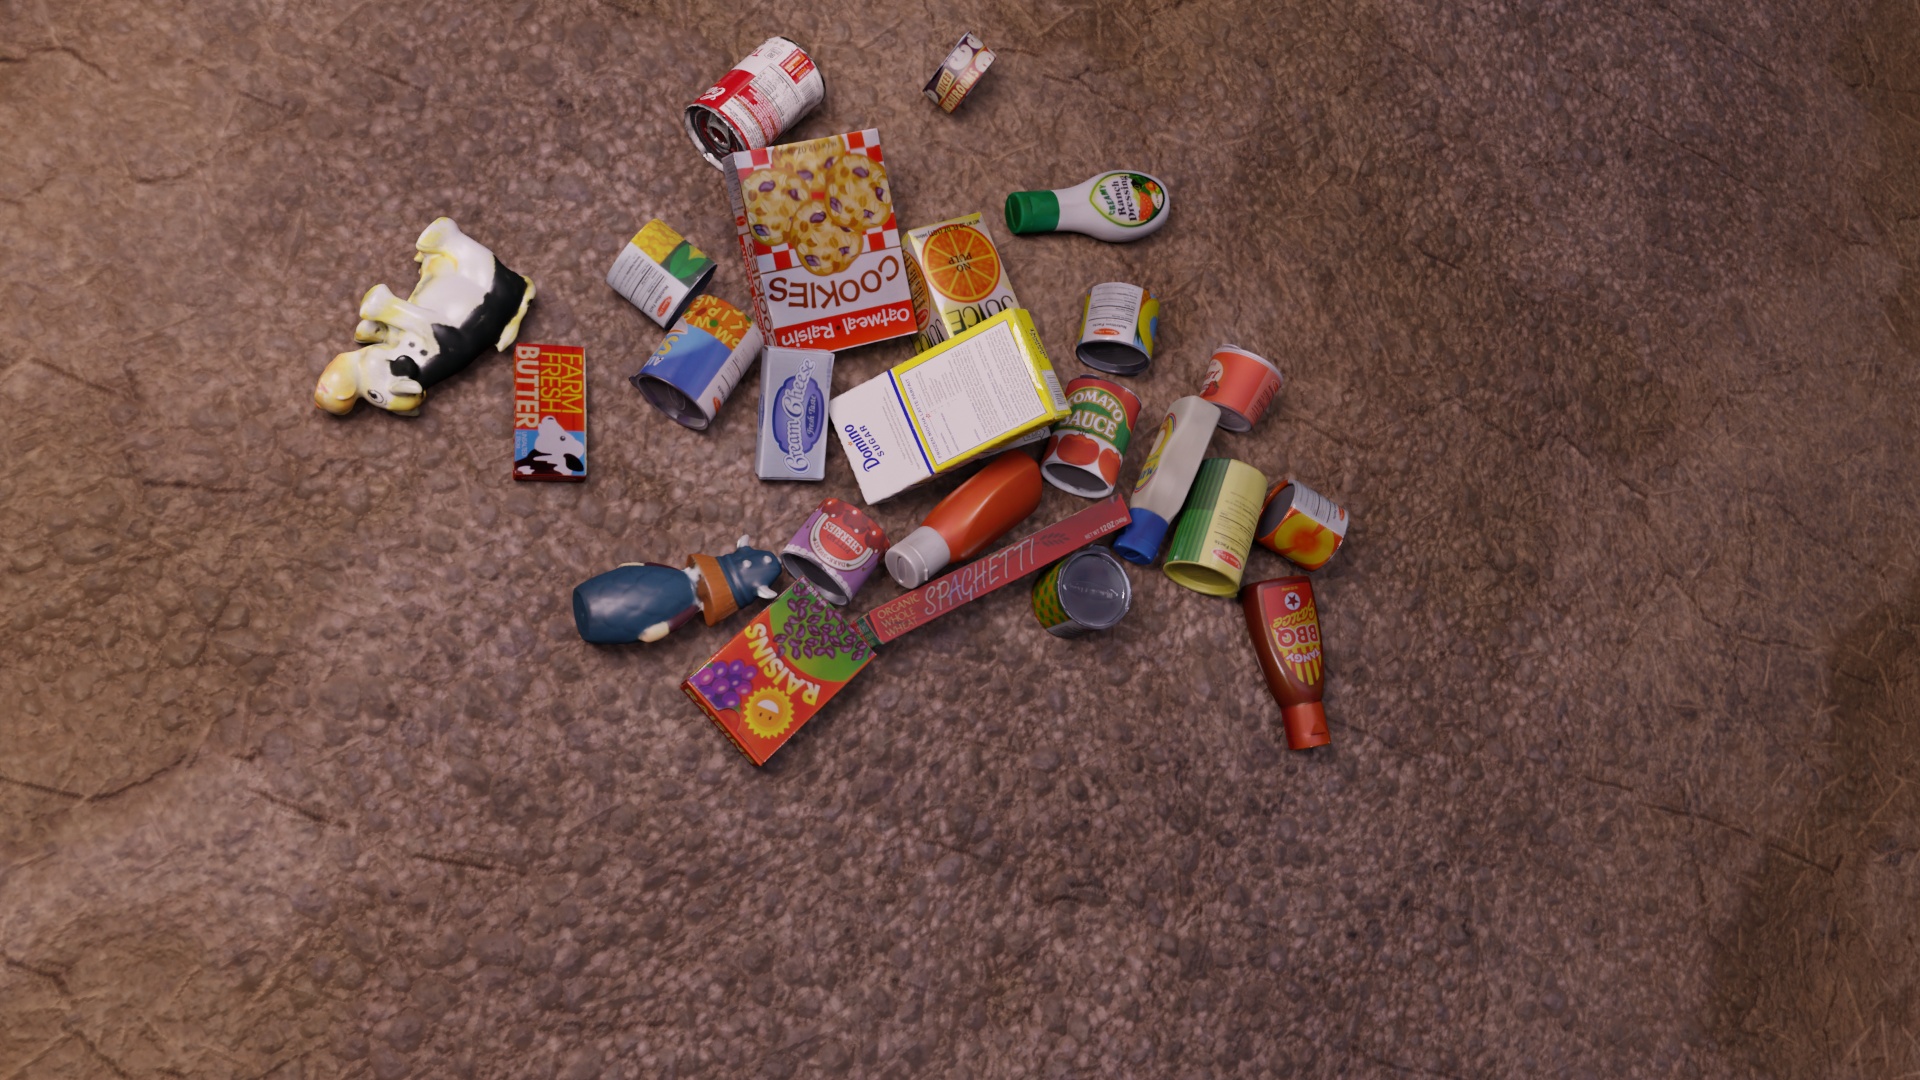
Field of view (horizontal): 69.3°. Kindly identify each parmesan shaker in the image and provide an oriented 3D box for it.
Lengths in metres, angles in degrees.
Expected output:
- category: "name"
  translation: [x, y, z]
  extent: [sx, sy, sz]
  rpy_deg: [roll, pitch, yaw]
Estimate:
- category: "parmesan shaker"
  translation: [0.224, -0.011, 1.206]
  extent: [0.071, 0.071, 0.103]
  rpy_deg: [25, 70, -13]

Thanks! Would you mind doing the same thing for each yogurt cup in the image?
- category: "yogurt cup"
  translation: [0.247, -0.133, 1.244]
  extent: [0.072, 0.072, 0.054]
  rpy_deg: [30, 78, -12]

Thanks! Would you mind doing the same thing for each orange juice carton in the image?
- category: "orange juice carton"
  translation: [0.010, -0.165, 1.158]
  extent: [0.072, 0.073, 0.192]
  rpy_deg: [-20, 86, -23]

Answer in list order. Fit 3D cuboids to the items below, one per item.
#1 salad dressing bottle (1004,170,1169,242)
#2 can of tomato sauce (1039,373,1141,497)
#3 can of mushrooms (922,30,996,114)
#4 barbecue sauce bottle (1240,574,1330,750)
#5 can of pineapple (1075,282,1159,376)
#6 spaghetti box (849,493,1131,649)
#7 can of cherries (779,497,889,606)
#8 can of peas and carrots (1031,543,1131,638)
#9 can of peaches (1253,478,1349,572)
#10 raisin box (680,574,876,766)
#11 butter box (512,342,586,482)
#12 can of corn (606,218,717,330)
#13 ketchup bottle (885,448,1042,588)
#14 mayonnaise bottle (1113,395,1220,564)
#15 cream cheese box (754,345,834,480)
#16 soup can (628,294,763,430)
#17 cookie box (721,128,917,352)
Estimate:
- category: "salad dressing bottle"
  translation: [0.113, -0.297, 1.242]
  extent: [0.148, 0.044, 0.064]
  rpy_deg: [-10, 82, -22]
- category: "can of tomato sauce"
  translation: [0.110, -0.088, 1.178]
  extent: [0.071, 0.071, 0.083]
  rpy_deg: [25, 71, -14]
- category: "can of mushrooms"
  translation: [-0.001, -0.407, 1.212]
  extent: [0.033, 0.071, 0.071]
  rpy_deg: [39, 68, -10]
- category: "barbecue sauce bottle"
  translation: [0.290, 0.107, 1.215]
  extent: [0.065, 0.043, 0.148]
  rpy_deg: [-7, 81, -23]
- category: "can of pineapple"
  translation: [0.138, -0.184, 1.215]
  extent: [0.071, 0.071, 0.058]
  rpy_deg: [17, 73, -16]
- category: "spaghetti box"
  translation: [0.027, 0.025, 1.132]
  extent: [0.251, 0.050, 0.028]
  rpy_deg: [-25, 87, -23]
- category: "can of cherries"
  translation: [-0.096, 0.008, 1.079]
  extent: [0.071, 0.071, 0.058]
  rpy_deg: [40, 68, -8]
- category: "can of peas and carrots"
  translation: [0.099, 0.043, 1.150]
  extent: [0.071, 0.058, 0.071]
  rpy_deg: [5, 76, -20]
- category: "can of peaches"
  translation: [0.300, -0.012, 1.235]
  extent: [0.058, 0.071, 0.071]
  rpy_deg: [29, 70, -12]
- category: "raisin box"
  translation: [-0.138, 0.099, 1.060]
  extent: [0.124, 0.040, 0.086]
  rpy_deg: [-43, 95, -23]
- category: "butter box"
  translation: [-0.310, -0.096, 1.049]
  extent: [0.053, 0.024, 0.103]
  rpy_deg: [0, 78, -21]
- category: "can of corn"
  translation: [-0.232, -0.209, 1.083]
  extent: [0.058, 0.071, 0.071]
  rpy_deg: [38, 68, -8]
- category: "ketchup bottle"
  translation: [0.004, -0.014, 1.113]
  extent: [0.043, 0.064, 0.149]
  rpy_deg: [32, 51, 28]
- category: "mayonnaise bottle"
  translation: [0.176, -0.052, 1.201]
  extent: [0.041, 0.064, 0.148]
  rpy_deg: [28, 73, -9]
- category: "cream cheese box"
  translation: [-0.131, -0.100, 1.095]
  extent: [0.053, 0.024, 0.103]
  rpy_deg: [1, 103, -21]
- category: "soup can"
  translation: [-0.204, -0.140, 1.077]
  extent: [0.071, 0.071, 0.084]
  rpy_deg: [34, 68, -10]
- category: "cookie box"
  translation: [-0.112, -0.236, 1.120]
  extent: [0.123, 0.040, 0.167]
  rpy_deg: [-17, 103, -22]
